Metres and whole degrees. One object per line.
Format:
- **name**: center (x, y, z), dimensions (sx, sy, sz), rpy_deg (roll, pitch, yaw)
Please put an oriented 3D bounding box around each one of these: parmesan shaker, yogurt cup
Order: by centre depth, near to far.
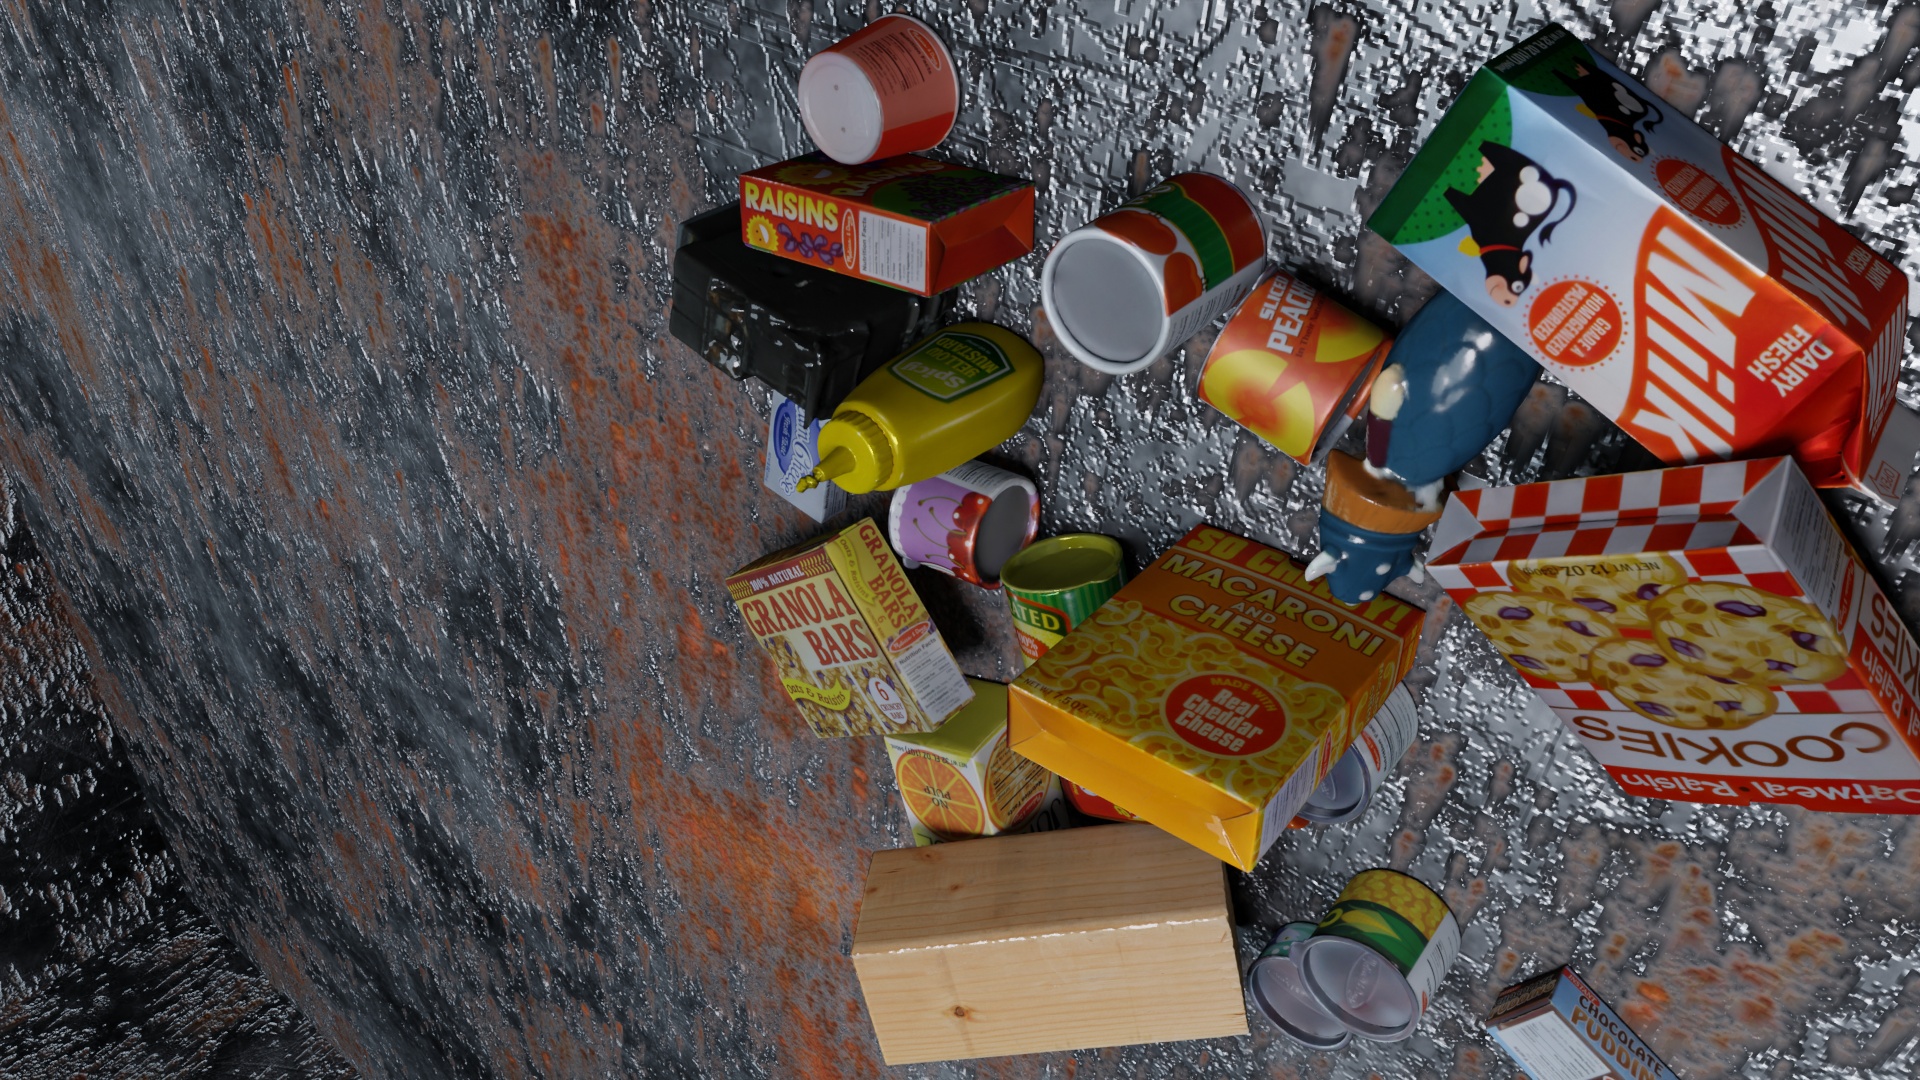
- **yogurt cup**: center (-0.042, -0.219, 0.683), dimensions (0.072, 0.054, 0.072), rpy_deg (24, 131, 30)
- **parmesan shaker**: center (0.067, 0.057, 0.756), dimensions (0.071, 0.071, 0.102), rpy_deg (7, 121, 41)

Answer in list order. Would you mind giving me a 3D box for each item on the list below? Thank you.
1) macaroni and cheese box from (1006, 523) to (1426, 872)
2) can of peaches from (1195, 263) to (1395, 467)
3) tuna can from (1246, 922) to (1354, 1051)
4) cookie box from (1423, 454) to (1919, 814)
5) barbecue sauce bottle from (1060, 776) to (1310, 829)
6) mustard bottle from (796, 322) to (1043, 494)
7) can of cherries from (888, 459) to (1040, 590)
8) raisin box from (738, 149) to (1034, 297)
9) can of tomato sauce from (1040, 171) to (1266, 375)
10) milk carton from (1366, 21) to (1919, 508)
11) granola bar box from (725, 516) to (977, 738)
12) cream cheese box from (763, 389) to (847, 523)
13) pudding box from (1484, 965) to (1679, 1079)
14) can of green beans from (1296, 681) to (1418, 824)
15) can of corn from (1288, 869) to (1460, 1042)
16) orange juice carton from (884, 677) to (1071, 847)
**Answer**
- **macaroni and cheese box**: center (0.119, 0.061, 0.632), dimensions (0.124, 0.167, 0.040), rpy_deg (24, 131, 30)
- **can of peaches**: center (0.144, -0.075, 0.593), dimensions (0.058, 0.071, 0.070), rpy_deg (37, 137, 19)
- **tuna can**: center (0.200, 0.251, 0.788), dimensions (0.071, 0.033, 0.070), rpy_deg (24, 131, 31)
- **cookie box**: center (0.271, 0.041, 0.511), dimensions (0.167, 0.040, 0.122), rpy_deg (42, 153, -26)
- **barbecue sauce bottle**: center (0.124, 0.130, 0.770), dimensions (0.148, 0.044, 0.064), rpy_deg (1, 114, 43)
- **mustard bottle**: center (-0.023, -0.060, 0.691), dimensions (0.065, 0.161, 0.048), rpy_deg (30, 133, 24)
- **can of cherries**: center (0.003, -0.010, 0.772), dimensions (0.058, 0.072, 0.071), rpy_deg (20, 129, 32)
- **raisin box**: center (-0.037, -0.162, 0.691), dimensions (0.123, 0.086, 0.039), rpy_deg (22, 127, 31)
- **can of tomato sauce**: center (0.083, -0.119, 0.608), dimensions (0.071, 0.083, 0.070), rpy_deg (24, 131, 30)
- **milk carton**: center (0.247, -0.088, 0.481), dimensions (0.191, 0.073, 0.073), rpy_deg (43, 139, 13)
- **granola bar box**: center (-0.073, 0.059, 0.849), dimensions (0.124, 0.039, 0.165), rpy_deg (60, 151, -7)
- **cream cheese box**: center (-0.092, -0.065, 0.858), dimensions (0.053, 0.024, 0.103), rpy_deg (33, 135, 21)
- **pudding box**: center (0.310, 0.258, 0.690), dimensions (0.084, 0.030, 0.049), rpy_deg (47, 138, 9)
- **can of green beans**: center (0.181, 0.095, 0.680), dimensions (0.071, 0.058, 0.071), rpy_deg (24, 131, 31)
- **can of corn**: center (0.217, 0.215, 0.727), dimensions (0.071, 0.058, 0.070), rpy_deg (24, 131, 31)
- **orange juice carton**: center (0.022, 0.189, 0.885), dimensions (0.072, 0.073, 0.192), rpy_deg (7, 122, 39)
